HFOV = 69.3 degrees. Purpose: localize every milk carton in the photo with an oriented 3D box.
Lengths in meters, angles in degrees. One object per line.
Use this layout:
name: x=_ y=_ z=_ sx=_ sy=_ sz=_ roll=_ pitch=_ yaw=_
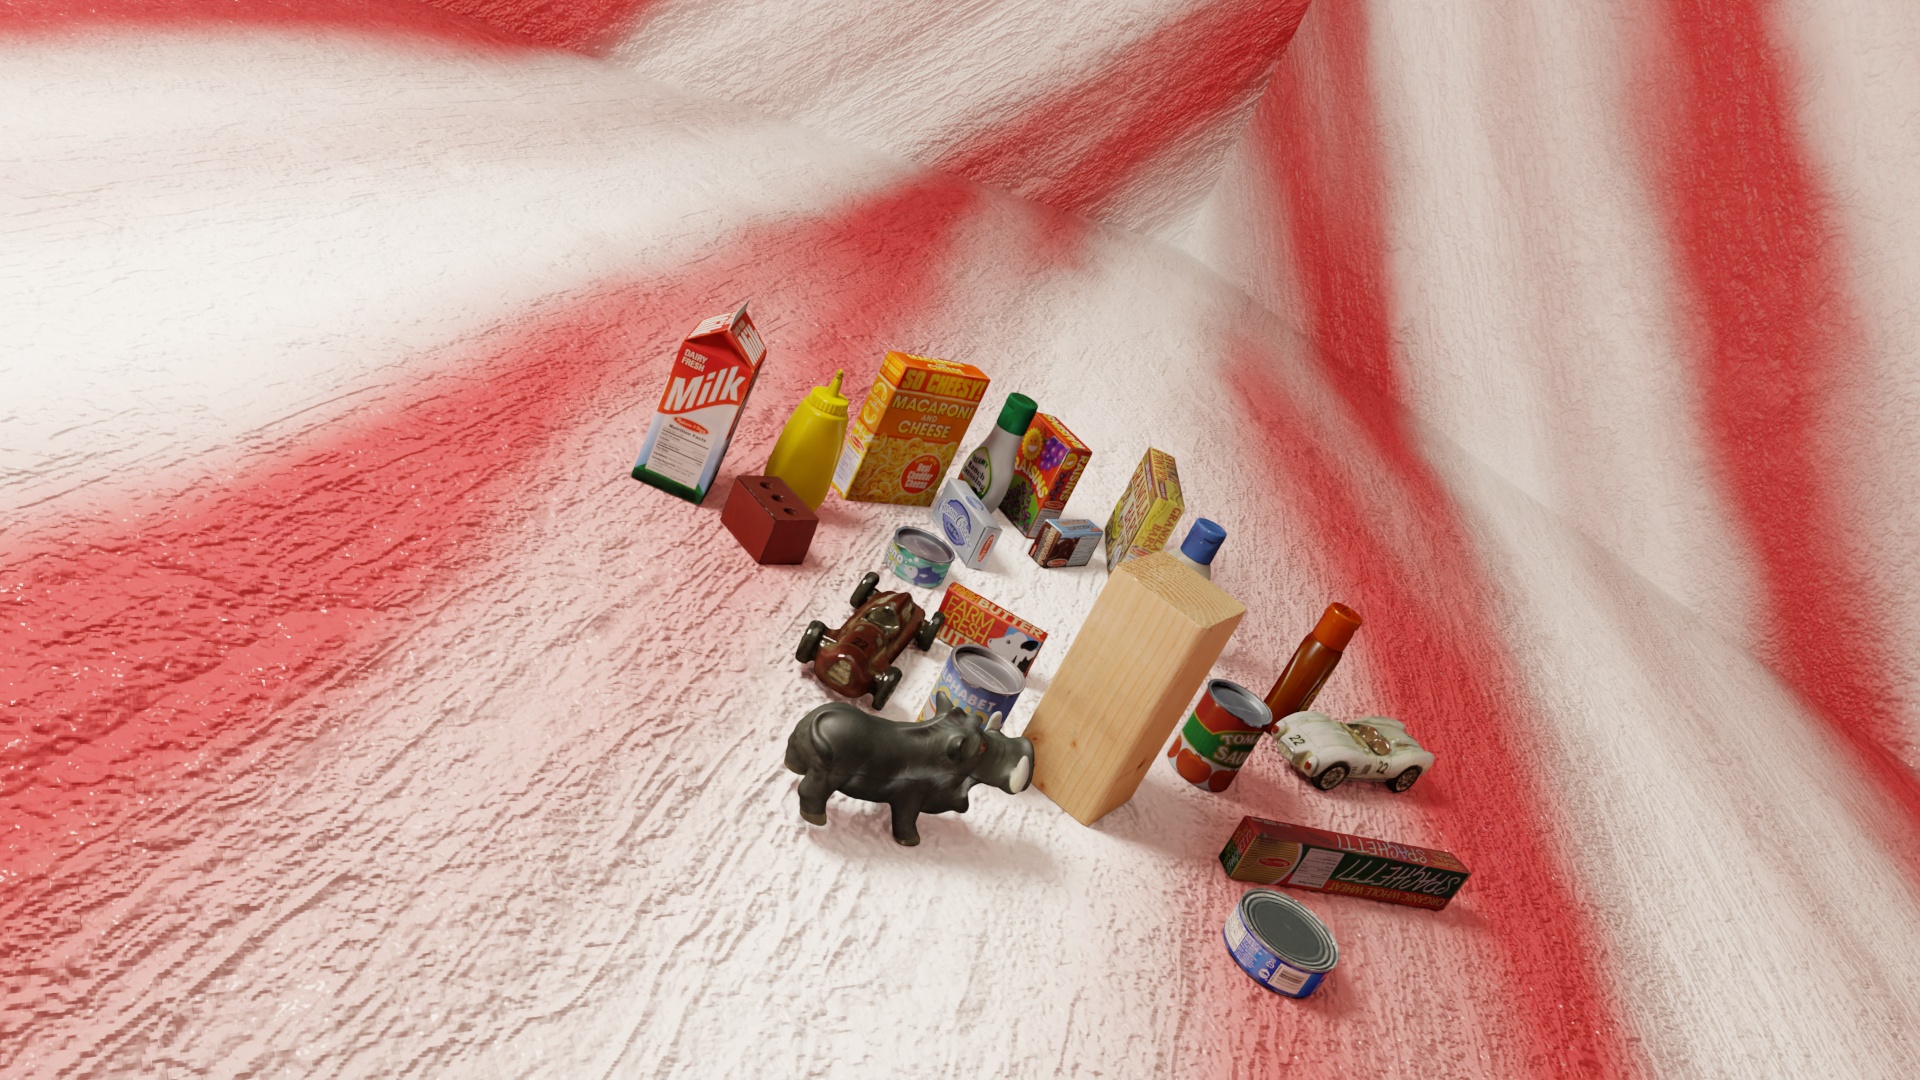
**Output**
milk carton: x=-0.240 y=-0.138 z=1.317 sx=0.073 sy=0.189 sz=0.072 roll=24 pitch=23 yaw=-7

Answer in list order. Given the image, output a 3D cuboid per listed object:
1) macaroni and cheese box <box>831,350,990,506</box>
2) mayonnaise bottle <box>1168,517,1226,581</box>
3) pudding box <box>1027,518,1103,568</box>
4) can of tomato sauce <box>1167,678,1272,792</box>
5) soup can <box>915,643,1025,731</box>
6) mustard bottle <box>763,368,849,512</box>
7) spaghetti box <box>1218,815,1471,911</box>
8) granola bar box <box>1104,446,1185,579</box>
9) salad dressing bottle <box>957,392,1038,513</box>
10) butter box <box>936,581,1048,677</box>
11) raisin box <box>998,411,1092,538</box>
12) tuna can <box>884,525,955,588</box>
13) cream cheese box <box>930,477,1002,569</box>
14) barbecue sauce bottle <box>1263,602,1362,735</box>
macaroni and cheese box: x=-0.055 y=-0.119 z=1.500 sx=0.124 sy=0.165 sz=0.040 roll=4 pitch=32 yaw=-43
mayonnaise bottle: x=0.232 y=0.046 z=1.478 sx=0.065 sy=0.147 sz=0.041 roll=21 pitch=23 yaw=-12
pudding box: x=0.120 y=0.003 z=1.577 sx=0.084 sy=0.049 sz=0.030 roll=-2 pitch=36 yaw=-49
can of tomato sauce: x=0.239 y=0.182 z=1.283 sx=0.071 sy=0.082 sz=0.071 roll=22 pitch=23 yaw=-10
soup can: x=0.004 y=0.137 z=1.130 sx=0.071 sy=0.083 sz=0.071 roll=22 pitch=23 yaw=-10
mustard bottle: x=-0.145 y=-0.101 z=1.377 sx=0.065 sy=0.159 sz=0.049 roll=15 pitch=25 yaw=-27
spaghetti box: x=0.339 y=0.284 z=1.213 sx=0.250 sy=0.050 sz=0.029 roll=15 pitch=26 yaw=-26
granola bar box: x=0.215 y=-0.025 z=1.640 sx=0.039 sy=0.123 sz=0.166 roll=24 pitch=23 yaw=-6
salad dressing bottle: x=0.041 y=-0.097 z=1.580 sx=0.044 sy=0.147 sz=0.064 roll=5 pitch=31 yaw=-41
butter box: x=0.025 y=0.086 z=1.297 sx=0.103 sy=0.053 sz=0.024 roll=29 pitch=23 yaw=7
raisin box: x=0.093 y=-0.075 z=1.618 sx=0.040 sy=0.123 sz=0.086 roll=8 pitch=29 yaw=-37
tuna can: x=-0.044 y=0.017 z=1.398 sx=0.071 sy=0.032 sz=0.071 roll=22 pitch=23 yaw=-10
cream cheese box: x=0.005 y=-0.019 z=1.497 sx=0.024 sy=0.053 sz=0.104 roll=11 pitch=28 yaw=-33
barbecue sauce bottle: x=0.359 y=0.132 z=1.428 sx=0.044 sy=0.148 sz=0.065 roll=33 pitch=24 yaw=16
